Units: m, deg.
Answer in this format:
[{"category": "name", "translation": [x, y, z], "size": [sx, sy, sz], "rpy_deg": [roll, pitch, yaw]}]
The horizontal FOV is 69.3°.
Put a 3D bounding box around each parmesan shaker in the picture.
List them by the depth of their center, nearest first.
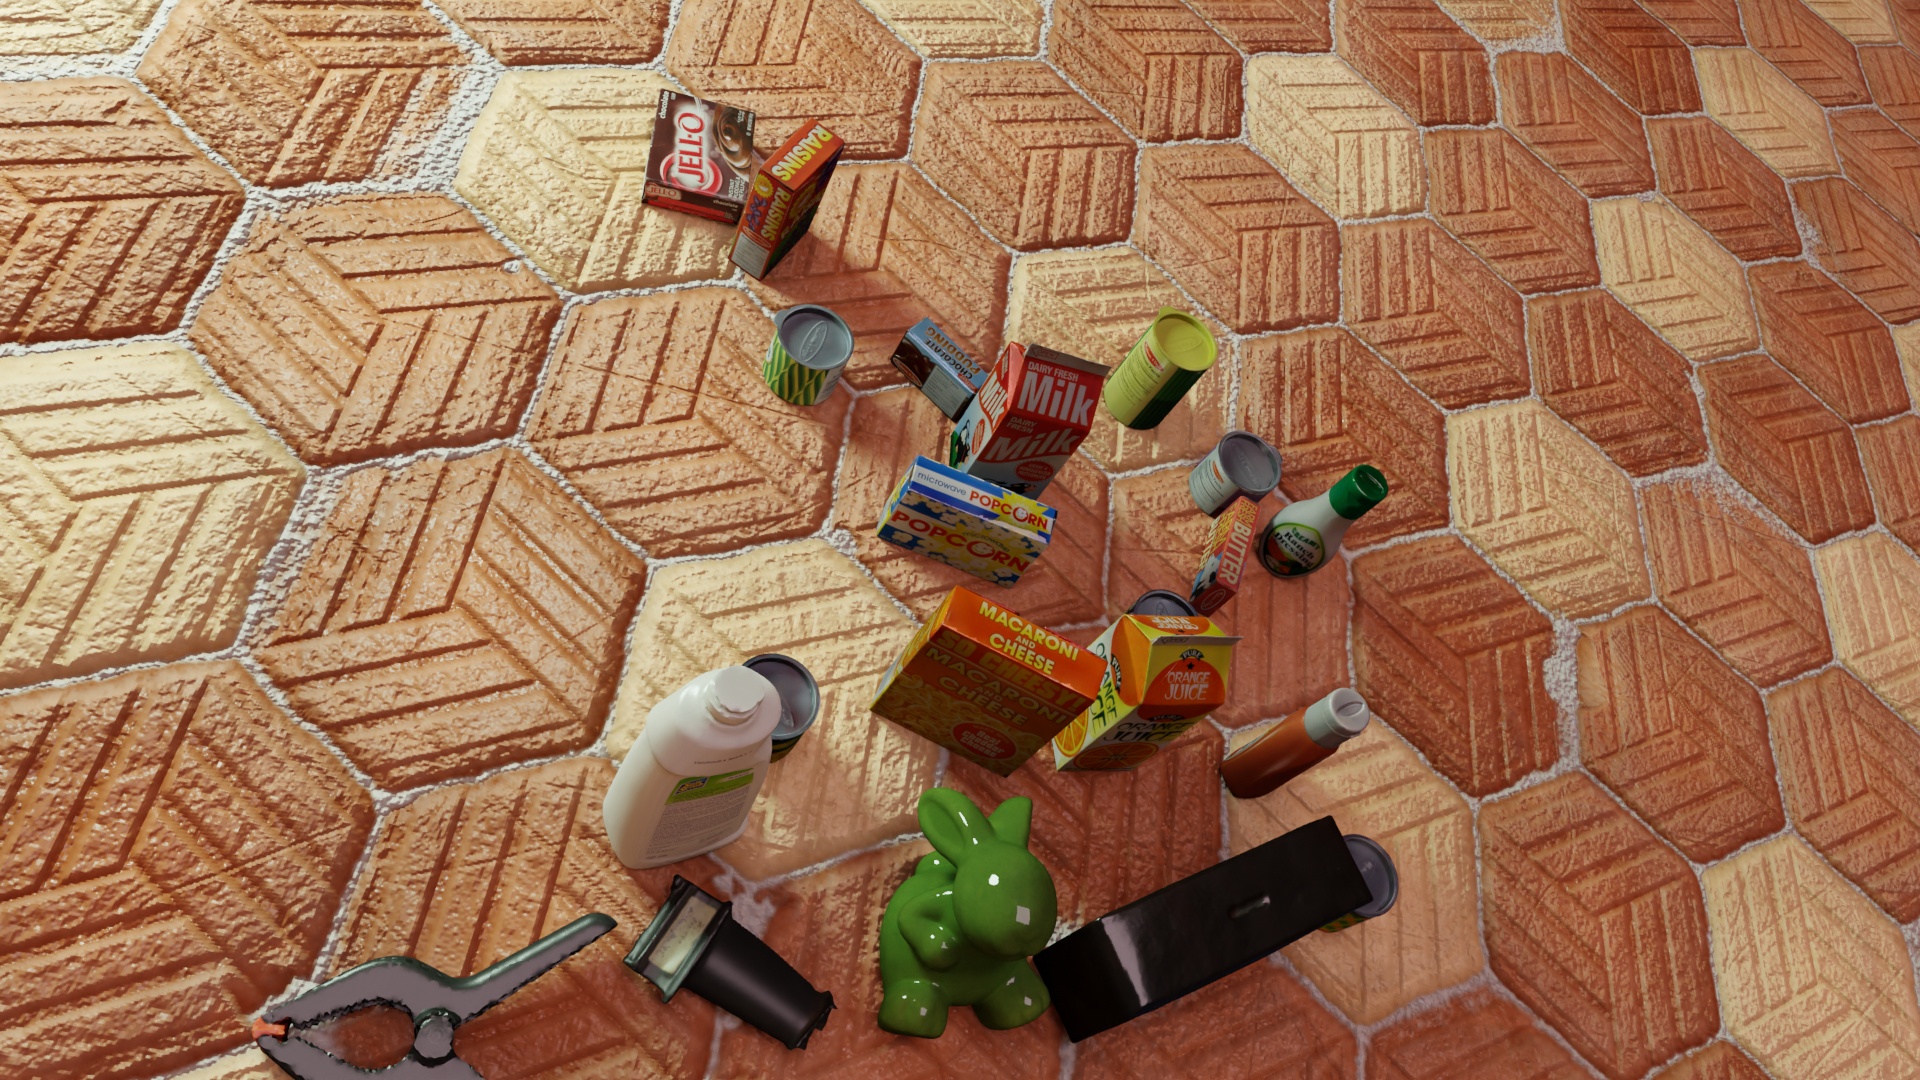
[{"category": "parmesan shaker", "translation": [0.183, -0.159, 1.288], "size": [0.071, 0.102, 0.071], "rpy_deg": [11, 59, -18]}]

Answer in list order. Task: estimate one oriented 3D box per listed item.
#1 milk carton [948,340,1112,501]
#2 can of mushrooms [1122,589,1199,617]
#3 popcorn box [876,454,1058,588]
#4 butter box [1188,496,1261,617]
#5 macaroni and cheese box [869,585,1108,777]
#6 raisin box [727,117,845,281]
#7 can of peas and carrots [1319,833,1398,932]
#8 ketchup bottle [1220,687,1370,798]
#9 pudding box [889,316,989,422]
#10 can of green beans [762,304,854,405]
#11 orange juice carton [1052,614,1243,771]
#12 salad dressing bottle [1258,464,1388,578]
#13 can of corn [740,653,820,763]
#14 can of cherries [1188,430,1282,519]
[{"category": "milk carton", "translation": [0.053, -0.098, 1.144], "size": [0.072, 0.189, 0.074], "rpy_deg": [13, 58, -16]}, {"category": "can of mushrooms", "translation": [0.169, 0.078, 1.189], "size": [0.071, 0.033, 0.071], "rpy_deg": [11, 59, -18]}, {"category": "popcorn box", "translation": [0.004, -0.014, 1.139], "size": [0.127, 0.084, 0.038], "rpy_deg": [21, 56, -11]}, {"category": "butter box", "translation": [0.237, 0.013, 1.243], "size": [0.024, 0.053, 0.104], "rpy_deg": [29, 55, -6]}, {"category": "macaroni and cheese box", "translation": [0.017, 0.107, 1.025], "size": [0.124, 0.165, 0.040], "rpy_deg": [27, 55, -7]}, {"category": "raisin box", "translation": [-0.152, -0.295, 1.209], "size": [0.040, 0.122, 0.086], "rpy_deg": [36, 54, -1]}, {"category": "can of peas and carrots", "translation": [0.306, 0.275, 1.119], "size": [0.071, 0.058, 0.071], "rpy_deg": [11, 59, -18]}, {"category": "ketchup bottle", "translation": [0.271, 0.163, 1.113], "size": [0.065, 0.148, 0.043], "rpy_deg": [-15, 69, -30]}, {"category": "pudding box", "translation": [-0.018, -0.151, 1.230], "size": [0.084, 0.049, 0.030], "rpy_deg": [44, 55, 5]}, {"category": "can of green beans", "translation": [-0.130, -0.157, 1.179], "size": [0.071, 0.057, 0.071], "rpy_deg": [11, 59, -18]}, {"category": "orange juice carton", "translation": [0.138, 0.111, 1.058], "size": [0.072, 0.191, 0.073], "rpy_deg": [3, 61, -22]}, {"category": "salad dressing bottle", "translation": [0.323, -0.017, 1.240], "size": [0.064, 0.147, 0.044], "rpy_deg": [42, 55, 4]}, {"category": "can of corn", "translation": [-0.144, 0.125, 1.011], "size": [0.071, 0.058, 0.071], "rpy_deg": [11, 59, -18]}, {"category": "can of cherries", "translation": [0.257, -0.059, 1.290], "size": [0.071, 0.058, 0.072], "rpy_deg": [11, 59, -18]}]
